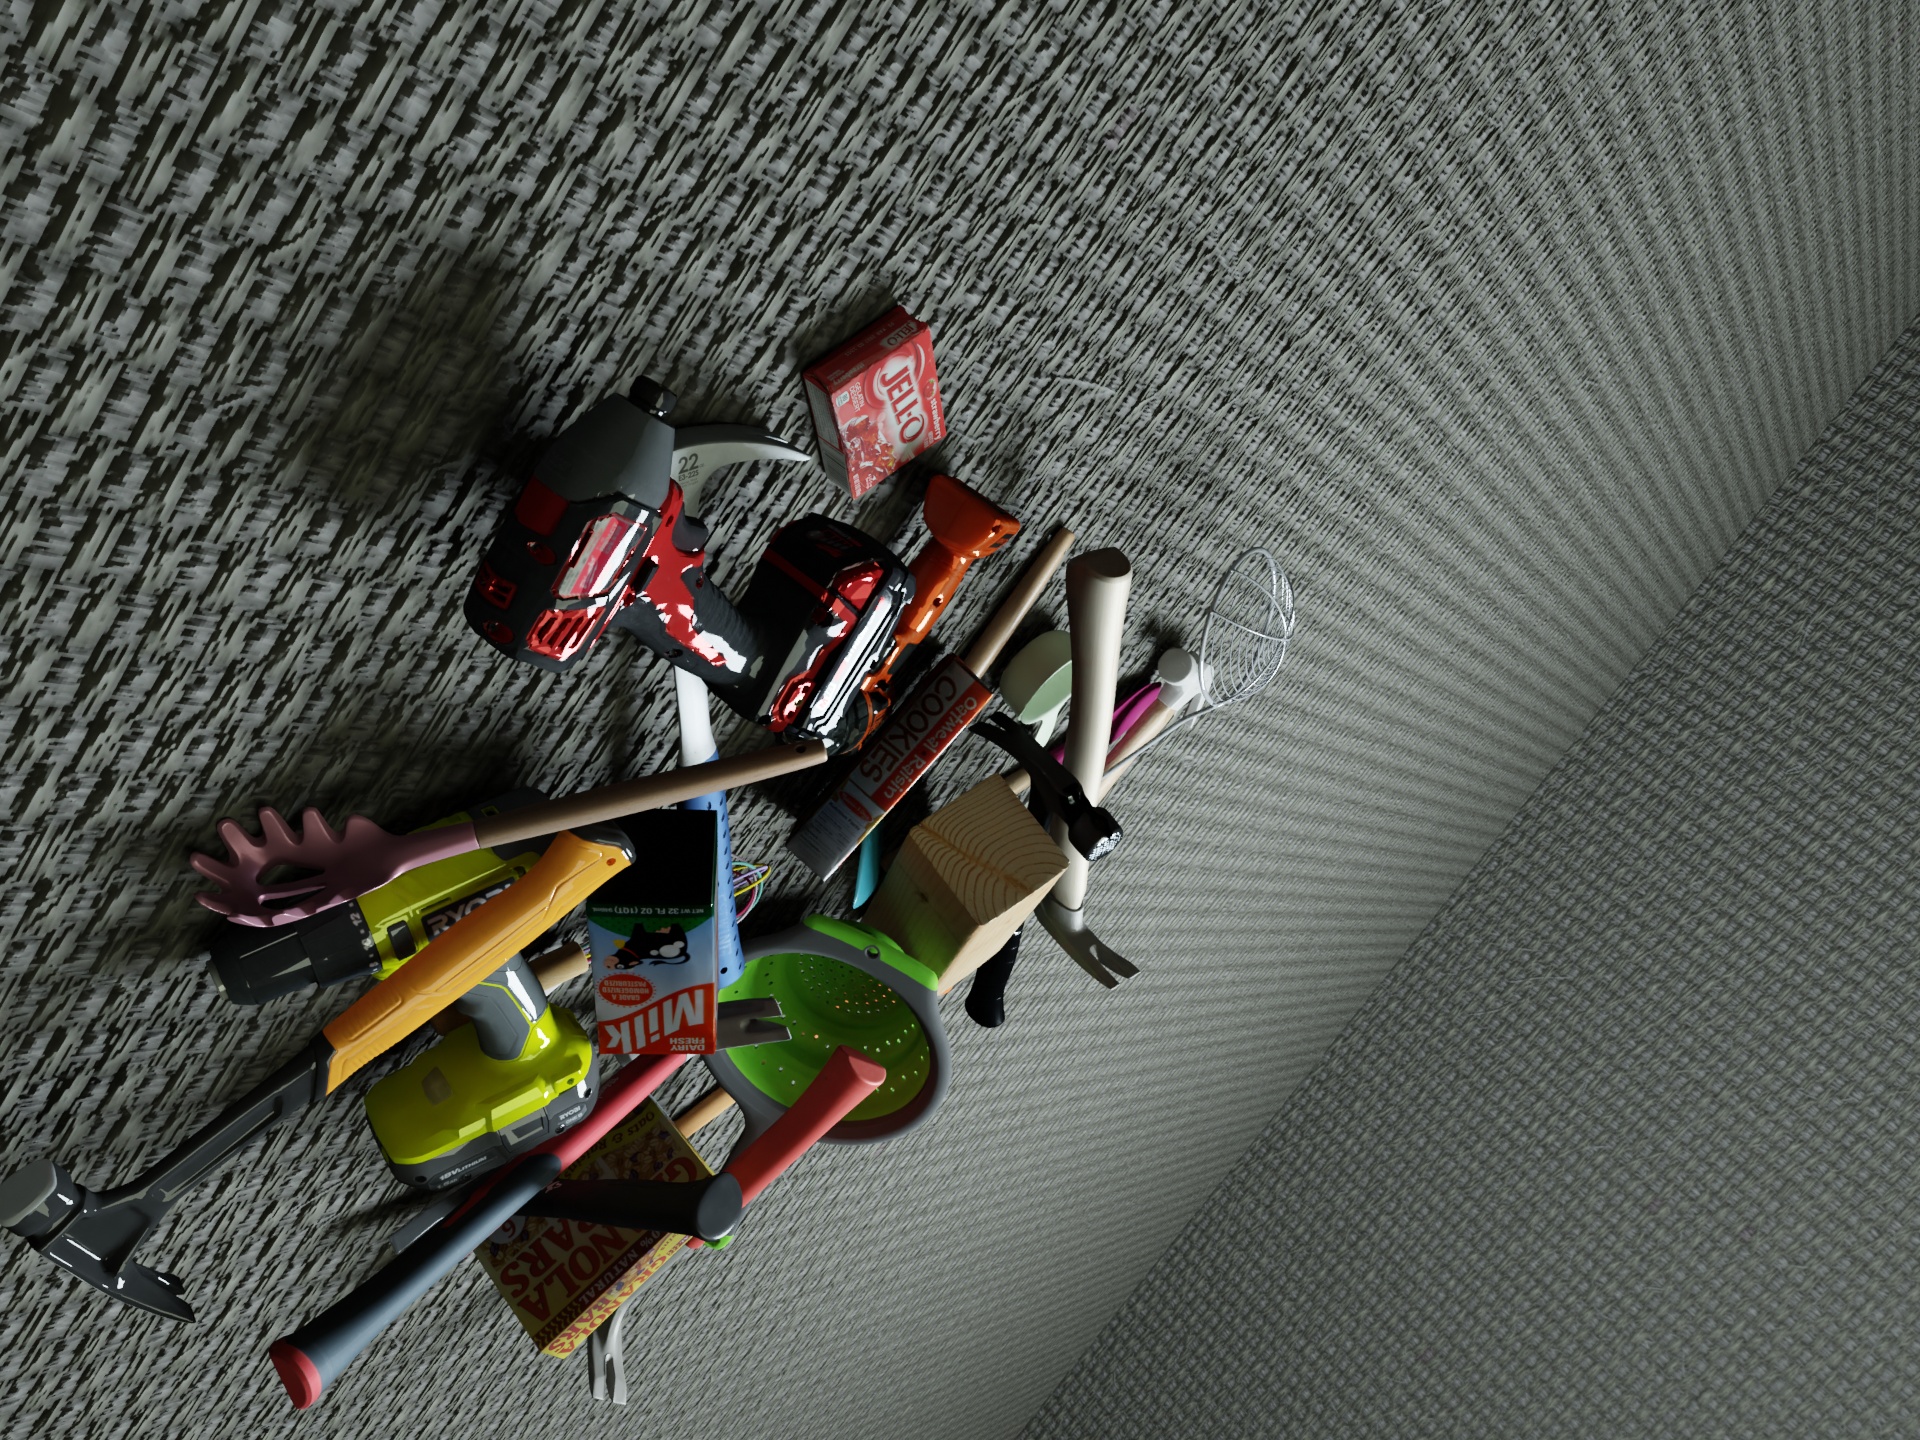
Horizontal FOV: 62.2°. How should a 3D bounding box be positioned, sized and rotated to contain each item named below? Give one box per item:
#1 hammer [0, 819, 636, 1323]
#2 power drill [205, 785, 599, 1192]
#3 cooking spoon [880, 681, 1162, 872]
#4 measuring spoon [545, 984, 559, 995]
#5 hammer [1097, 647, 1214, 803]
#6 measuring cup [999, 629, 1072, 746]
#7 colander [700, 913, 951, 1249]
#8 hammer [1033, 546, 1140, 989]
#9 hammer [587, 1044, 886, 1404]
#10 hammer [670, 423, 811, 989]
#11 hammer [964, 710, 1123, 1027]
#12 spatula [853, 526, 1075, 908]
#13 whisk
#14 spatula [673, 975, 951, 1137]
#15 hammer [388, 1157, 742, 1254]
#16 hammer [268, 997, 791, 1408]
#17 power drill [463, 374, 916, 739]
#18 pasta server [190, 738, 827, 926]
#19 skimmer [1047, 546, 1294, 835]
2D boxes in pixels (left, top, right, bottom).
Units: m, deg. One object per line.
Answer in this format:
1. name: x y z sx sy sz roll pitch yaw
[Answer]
1. hammer: -0.307 0.168 0.825 0.337 0.034 0.127 -39 136 -14
2. power drill: -0.303 0.161 0.905 0.190 0.080 0.228 -25 134 -26
3. cooking spoon: 0.058 0.046 1.350 0.319 0.017 0.068 -31 156 -30
4. measuring spoon: -0.296 0.201 1.047 0.124 0.018 0.034 -41 151 -14
5. hammer: 0.111 0.071 1.426 0.331 0.031 0.130 -50 160 11
6. measuring cup: 0.060 -0.017 1.266 0.083 0.038 0.167 -36 163 -19
7. colander: -0.130 0.281 1.272 0.397 0.204 0.095 -61 -177 33
8. hammer: 0.098 0.041 1.196 0.038 0.146 0.410 -27 144 -25
9. hammer: -0.179 0.371 1.214 0.036 0.149 0.359 28 120 -31
10. hammer: -0.152 0.010 0.944 0.144 0.035 0.405 -29 139 -33
11. hammer: 0.041 0.150 1.327 0.036 0.149 0.408 -27 152 -25
12. spatula: -0.002 -0.004 1.179 0.317 0.044 0.082 -55 175 9
13. whisk: -0.232 0.146 1.051 0.245 0.047 0.051 -24 136 -30
14. spatula: -0.146 0.286 1.341 0.322 0.041 0.080 -35 136 -21
15. hammer: -0.243 0.308 1.012 0.146 0.035 0.335 -31 -170 -40
16. hammer: -0.254 0.276 0.975 0.143 0.038 0.386 -14 -168 29
17. power drill: -0.129 -0.077 0.799 0.219 0.079 0.143 21 102 -53
18. pasta server: -0.222 0.049 0.817 0.316 0.060 0.040 -14 152 -13
19. skimmer: 0.133 -0.001 1.316 0.363 0.090 0.127 -39 165 30
